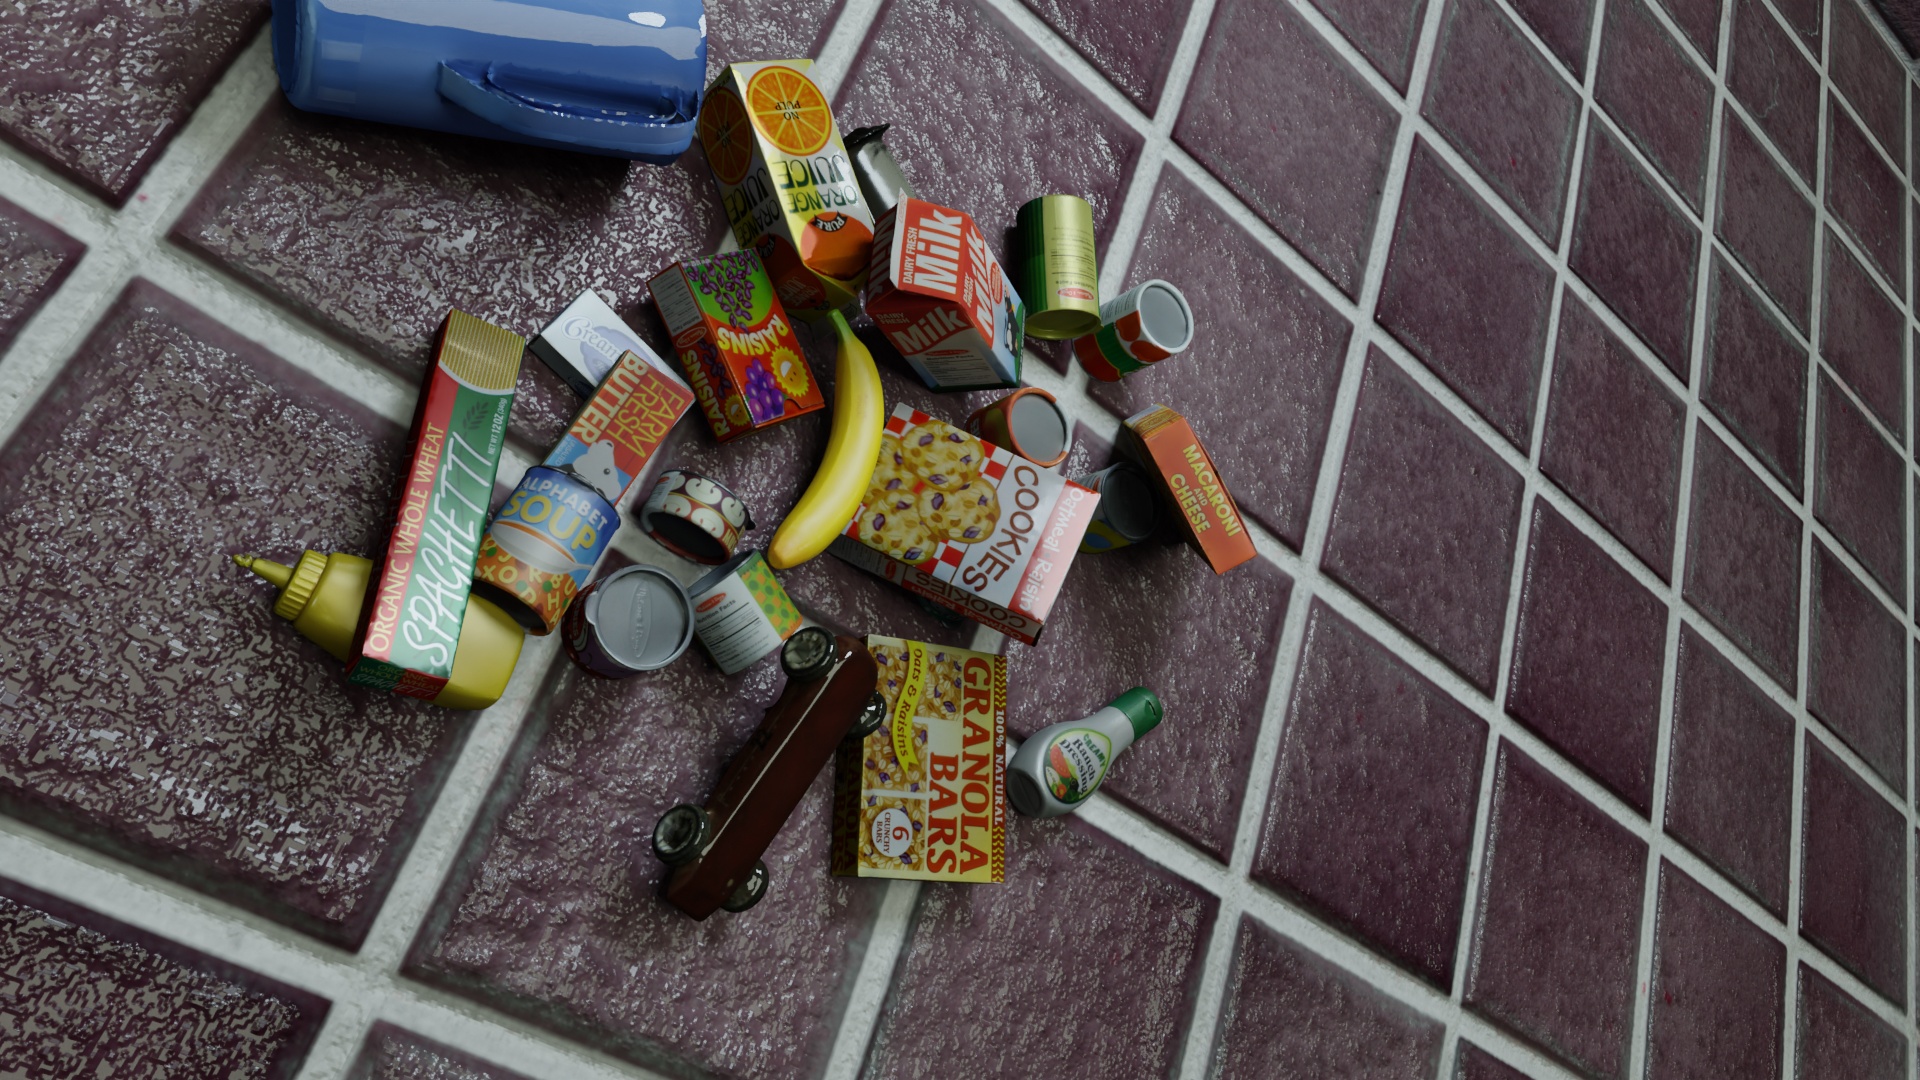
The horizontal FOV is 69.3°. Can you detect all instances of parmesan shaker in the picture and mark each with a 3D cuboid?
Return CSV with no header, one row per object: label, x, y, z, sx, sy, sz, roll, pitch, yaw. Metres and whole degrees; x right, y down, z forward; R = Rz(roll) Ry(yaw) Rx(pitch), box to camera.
parmesan shaker,0.083,-0.227,1.160,0.071,0.071,0.103,8,73,-35

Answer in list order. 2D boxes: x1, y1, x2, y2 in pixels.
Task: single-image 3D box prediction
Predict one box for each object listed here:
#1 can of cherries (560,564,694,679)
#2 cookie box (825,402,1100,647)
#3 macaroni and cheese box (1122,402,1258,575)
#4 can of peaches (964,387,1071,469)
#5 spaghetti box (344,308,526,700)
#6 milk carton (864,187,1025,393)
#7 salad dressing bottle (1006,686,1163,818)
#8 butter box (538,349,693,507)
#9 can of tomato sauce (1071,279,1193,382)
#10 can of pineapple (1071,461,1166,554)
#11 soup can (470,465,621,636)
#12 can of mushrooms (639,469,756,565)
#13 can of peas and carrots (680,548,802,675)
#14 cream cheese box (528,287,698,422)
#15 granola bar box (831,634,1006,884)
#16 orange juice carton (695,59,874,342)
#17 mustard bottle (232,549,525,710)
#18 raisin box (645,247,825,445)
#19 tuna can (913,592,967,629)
can of cherries,-0.212,0.051,0.872,0.071,0.058,0.071,9,74,-34
cookie box,0.004,-0.013,1.015,0.167,0.040,0.123,25,60,3
macaroni and cheese box,0.185,-0.047,1.134,0.040,0.167,0.123,-29,98,5
can of peaches,0.044,-0.082,1.096,0.071,0.058,0.071,11,72,-35
spaghetti box,-0.300,-0.028,0.806,0.050,0.028,0.251,22,50,-30
milk carton,-0.014,-0.177,1.010,0.190,0.073,0.072,42,49,-65
salad dressing bottle,0.099,0.161,1.080,0.148,0.044,0.064,-29,94,-38
butter box,-0.223,-0.068,0.893,0.053,0.024,0.103,38,80,-21
can of tomato sauce,0.148,-0.176,1.183,0.071,0.083,0.071,10,72,-34
can of pineapple,0.123,-0.025,1.140,0.071,0.057,0.071,10,72,-34
soup can,-0.256,0.006,0.843,0.071,0.071,0.084,38,59,-23
can of mushrooms,-0.172,-0.013,0.912,0.071,0.071,0.033,37,60,-24
can of peas and carrots,-0.146,0.046,0.918,0.071,0.070,0.058,-41,103,-36
cream cheese box,-0.229,-0.113,0.924,0.103,0.024,0.053,45,54,-19
granola bar box,-0.027,0.158,0.991,0.124,0.039,0.166,12,71,-33
orange juice carton,-0.121,-0.244,1.010,0.073,0.071,0.192,-20,90,-38
mustard bottle,-0.333,0.043,0.790,0.160,0.048,0.065,30,56,-26
raisin box,-0.154,-0.136,0.963,0.086,0.040,0.123,-29,96,-57
tuna can,-0.002,0.030,1.048,0.071,0.032,0.071,11,71,-34
